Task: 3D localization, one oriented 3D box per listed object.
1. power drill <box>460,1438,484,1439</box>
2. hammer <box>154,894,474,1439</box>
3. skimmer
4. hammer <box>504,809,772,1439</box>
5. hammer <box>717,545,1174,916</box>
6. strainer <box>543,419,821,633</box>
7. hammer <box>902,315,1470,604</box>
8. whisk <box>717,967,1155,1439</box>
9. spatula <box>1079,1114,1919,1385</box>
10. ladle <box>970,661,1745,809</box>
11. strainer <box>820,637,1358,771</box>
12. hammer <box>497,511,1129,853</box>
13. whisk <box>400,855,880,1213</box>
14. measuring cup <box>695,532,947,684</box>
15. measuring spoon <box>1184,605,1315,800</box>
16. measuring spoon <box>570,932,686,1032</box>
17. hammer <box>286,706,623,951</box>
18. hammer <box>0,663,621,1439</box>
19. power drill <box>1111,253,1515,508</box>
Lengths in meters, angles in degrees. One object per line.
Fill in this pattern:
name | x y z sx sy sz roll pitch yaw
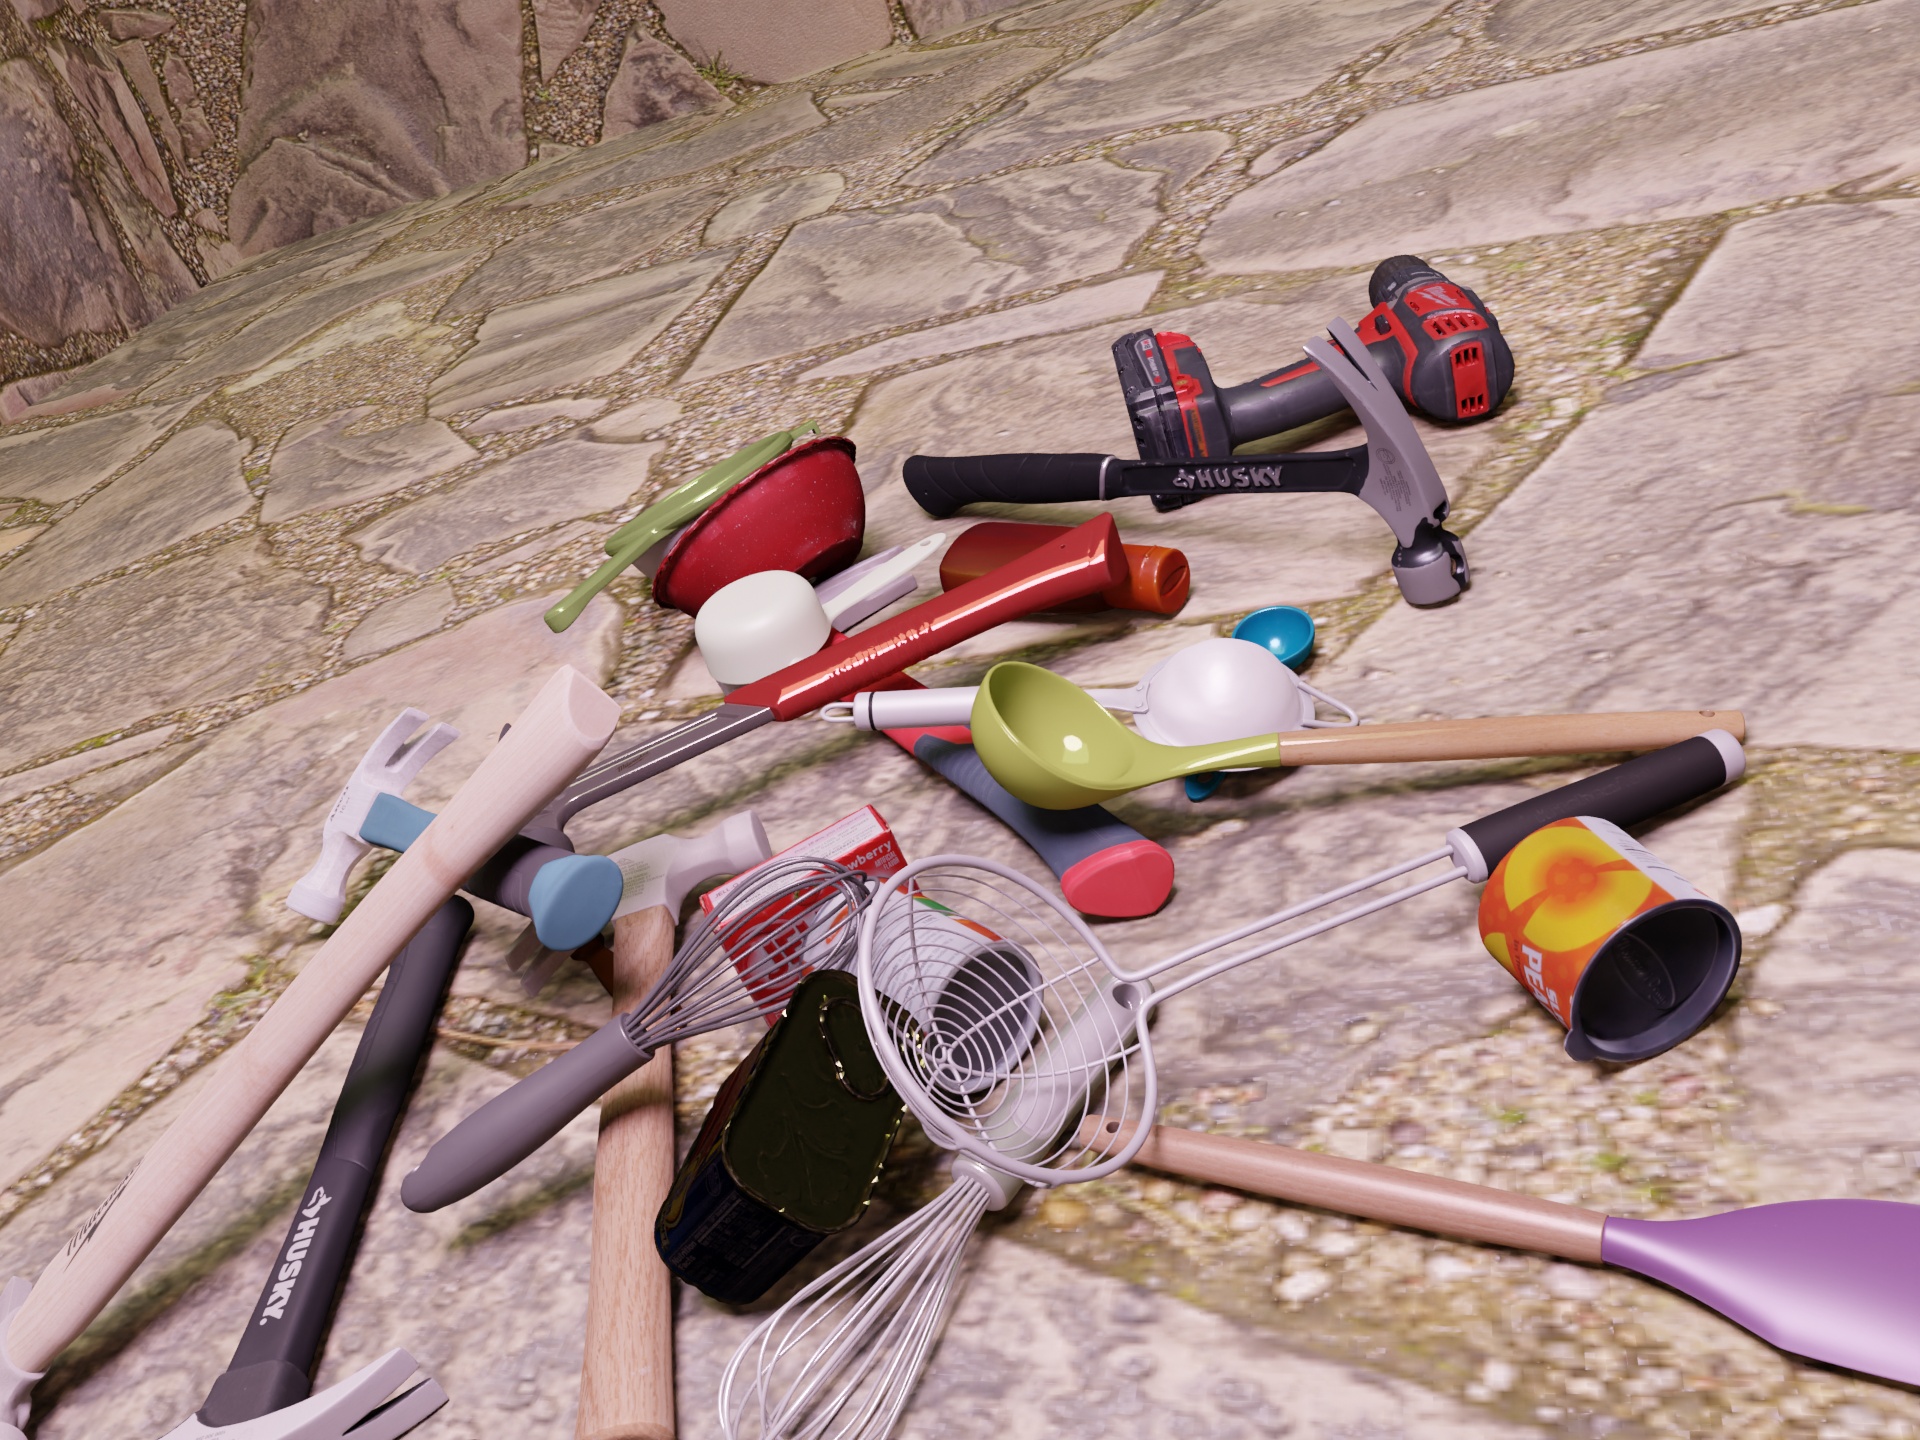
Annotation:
power drill | -0.095 0.300 0.424 0.223 0.080 0.171 5 42 33
hammer | -0.274 0.196 0.729 0.146 0.035 0.335 -18 32 10
skimmer | 0.139 0.060 0.581 0.363 0.090 0.127 -20 63 -9
hammer | -0.141 0.163 0.684 0.130 0.031 0.332 -19 34 4
hammer | -0.001 -0.003 0.843 0.143 0.038 0.387 -32 33 -17
strainer | -0.185 -0.106 1.061 0.151 0.069 0.256 -21 21 34
hammer | 0.097 -0.145 0.925 0.036 0.149 0.409 -42 30 -27
whisk | 0.002 0.174 0.576 0.058 0.059 0.246 38 53 12
spatula | 0.180 0.158 0.509 0.316 0.018 0.060 2 39 33
ladle | 0.163 0.000 0.678 0.320 0.062 0.078 -3 30 11
strainer | 0.057 -0.010 0.758 0.258 0.050 0.087 -3 43 11
hammer | -0.079 -0.025 0.852 0.359 0.036 0.149 -25 32 -4
whisk | -0.131 0.130 0.638 0.239 0.055 0.055 -36 31 7
measuring cup | -0.081 -0.081 0.935 0.167 0.038 0.083 -33 33 -17
measuring spoon | 0.140 -0.005 0.783 0.042 0.021 0.129 9 53 33
measuring spoon | -0.166 0.126 0.782 0.021 0.011 0.117 -38 35 -21
hammer | -0.254 0.065 0.793 0.331 0.033 0.128 7 70 53
hammer | -0.299 0.137 0.699 0.410 0.038 0.146 -50 31 -4
power drill | 0.215 -0.226 1.002 0.226 0.080 0.188 -15 33 9
